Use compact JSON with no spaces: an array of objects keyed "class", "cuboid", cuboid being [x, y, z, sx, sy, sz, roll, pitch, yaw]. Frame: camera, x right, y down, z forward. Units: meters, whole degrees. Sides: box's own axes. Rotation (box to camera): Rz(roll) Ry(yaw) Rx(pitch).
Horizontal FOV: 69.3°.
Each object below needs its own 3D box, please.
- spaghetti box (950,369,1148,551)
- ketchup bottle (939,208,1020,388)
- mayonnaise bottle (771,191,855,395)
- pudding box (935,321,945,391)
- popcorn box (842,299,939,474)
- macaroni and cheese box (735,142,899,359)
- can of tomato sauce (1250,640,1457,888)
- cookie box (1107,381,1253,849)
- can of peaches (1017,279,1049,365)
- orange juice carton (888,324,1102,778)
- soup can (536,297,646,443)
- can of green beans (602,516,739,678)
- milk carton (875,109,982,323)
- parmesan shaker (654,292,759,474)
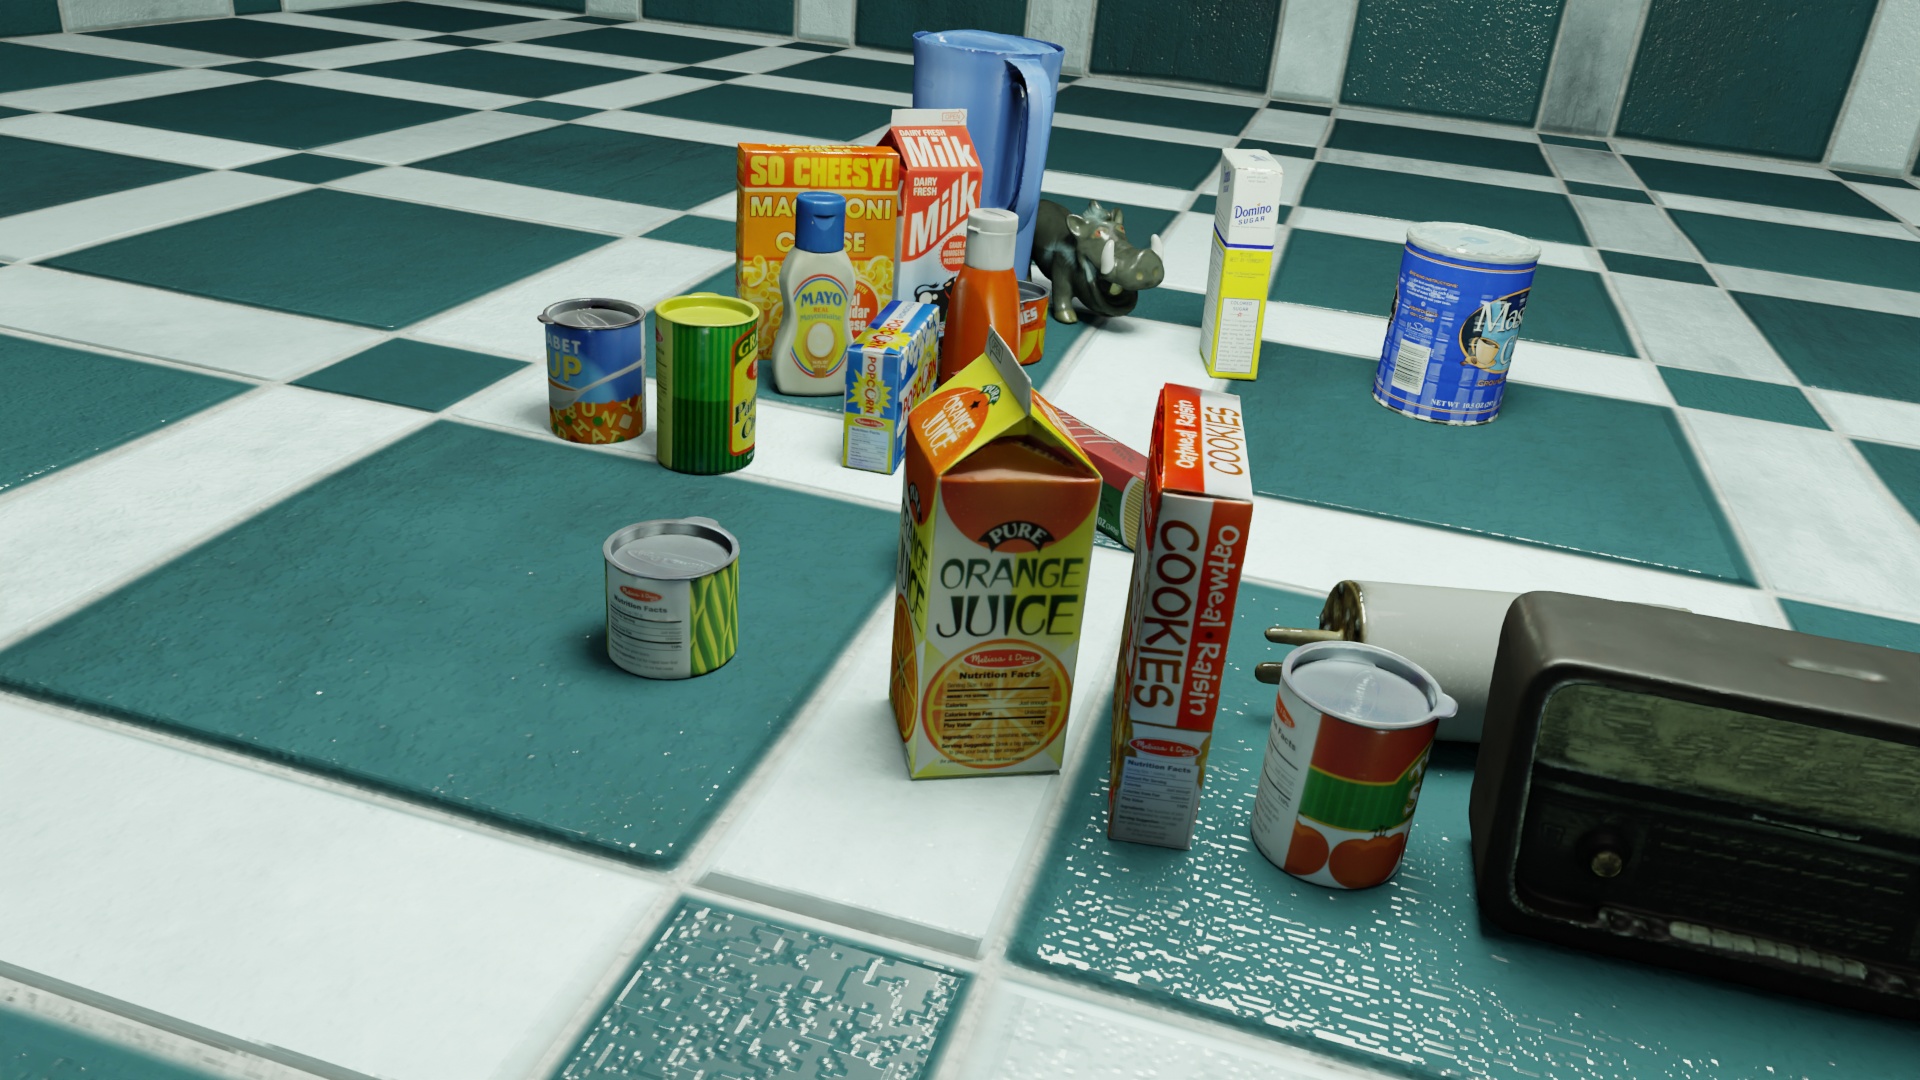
[{"class":"spaghetti box","cuboid":[0.071,-0.052,0.911,0.029,0.050,0.250,-13,31,-33]},{"class":"ketchup bottle","cuboid":[0.017,-0.168,1.027,0.044,0.148,0.065,-17,34,-39]},{"class":"mayonnaise bottle","cuboid":[-0.107,-0.182,1.034,0.065,0.147,0.041,-2,27,-15]},{"class":"pudding box","cuboid":[-0.022,-0.143,1.080,0.084,0.049,0.030,-10,30,-29]},{"class":"popcorn box","cuboid":[-0.047,-0.110,0.968,0.038,0.084,0.127,9,26,8]},{"class":"macaroni and cheese box","cuboid":[-0.116,-0.230,1.108,0.124,0.165,0.040,-3,27,-17]},{"class":"can of tomato sauce","cuboid":[0.165,0.095,0.590,0.071,0.082,0.071,4,26,-2]},{"class":"cookie box","cuboid":[0.094,0.030,0.615,0.040,0.166,0.123,7,26,5]},{"class":"can of peaches","cuboid":[0.039,-0.183,1.164,0.071,0.057,0.071,4,26,-2]},{"class":"orange juice carton","cuboid":[0.013,0.006,0.619,0.073,0.191,0.072,-1,26,-12]},{"class":"soup can","cuboid":[-0.250,-0.115,0.944,0.071,0.083,0.071,4,26,-2]},{"class":"can of green beans","cuboid":[-0.145,0.029,0.698,0.071,0.057,0.071,4,26,-2]},{"class":"milk carton","cuboid":[-0.033,-0.266,1.170,0.072,0.189,0.073,-10,29,-28]},{"class":"parmesan shaker","cuboid":[-0.166,-0.103,0.913,0.071,0.102,0.071,4,26,-2]}]
